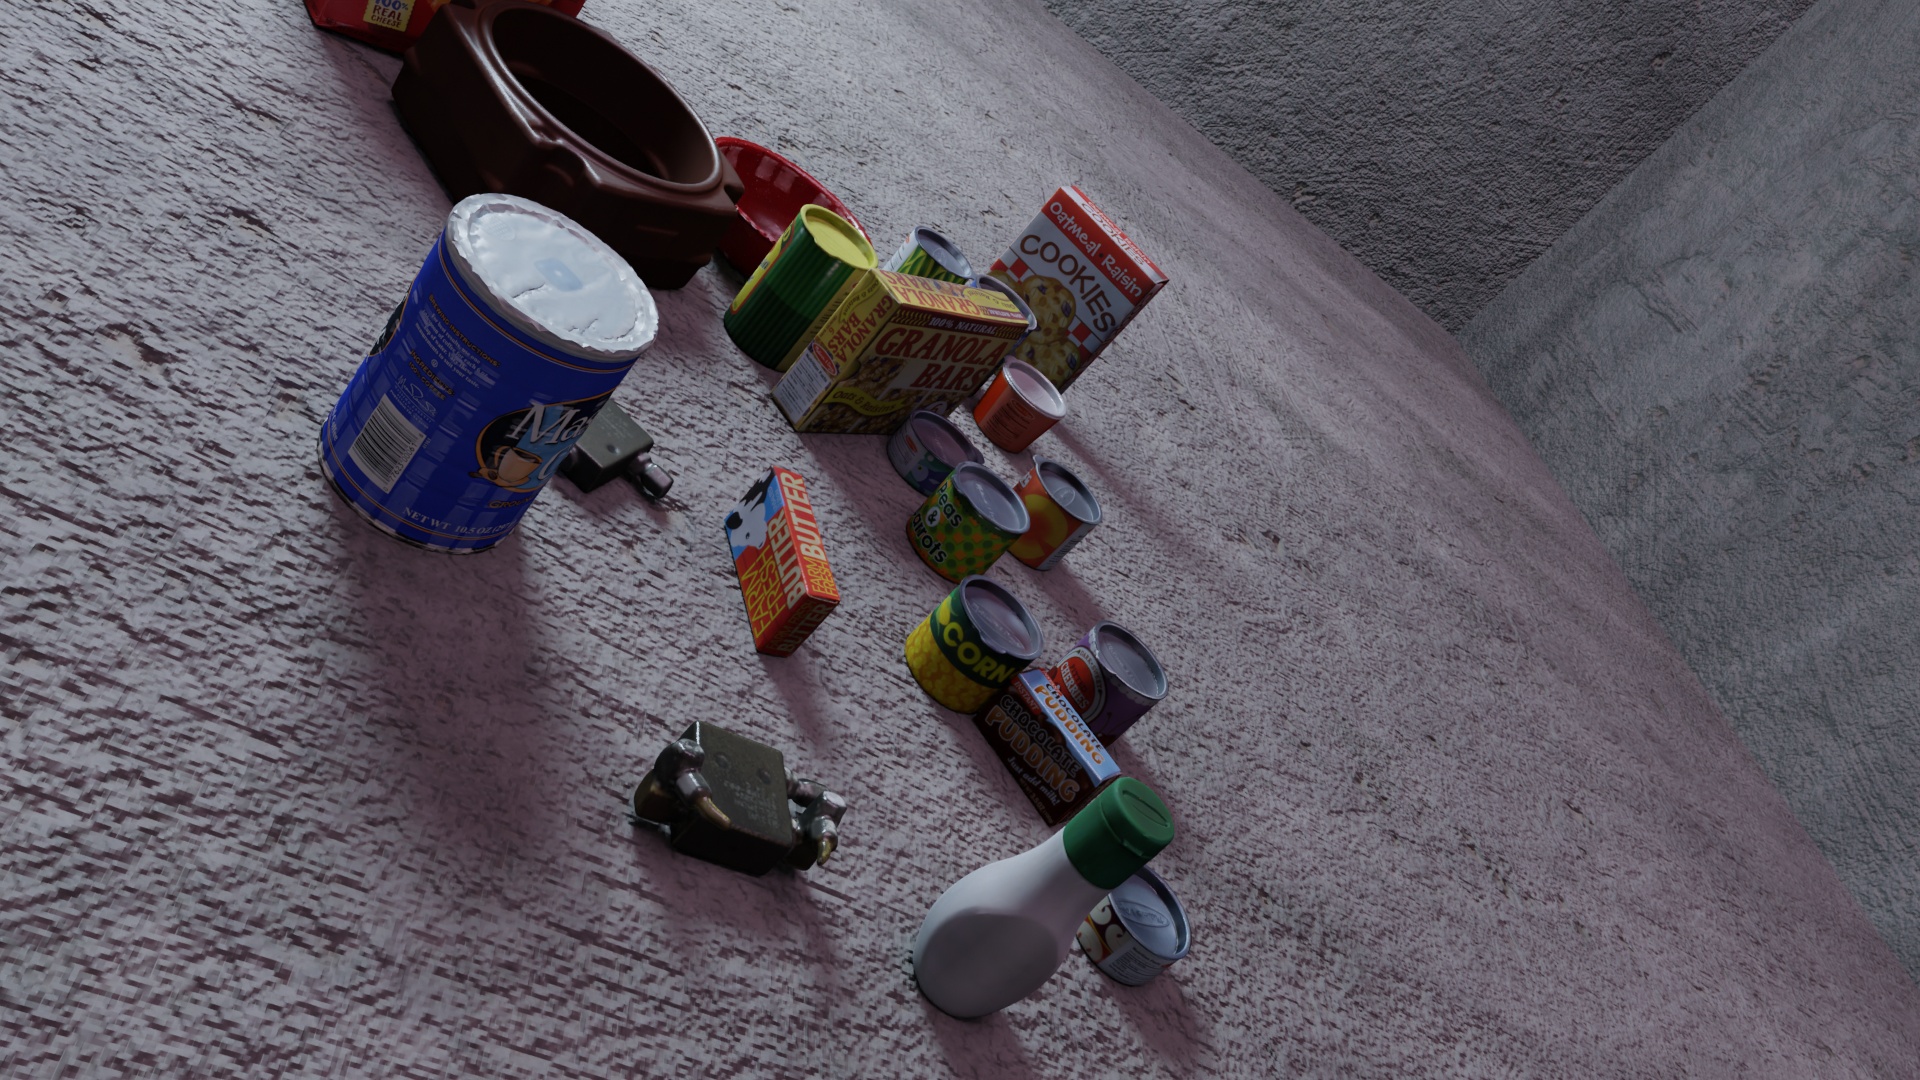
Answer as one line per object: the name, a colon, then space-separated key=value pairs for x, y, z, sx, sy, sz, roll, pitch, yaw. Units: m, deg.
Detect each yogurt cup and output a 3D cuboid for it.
yogurt cup: x=0.048 y=-0.111 z=1.172 sx=0.072 sy=0.053 sz=0.073 roll=33 pitch=28 yaw=-20

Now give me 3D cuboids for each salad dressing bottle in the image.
salad dressing bottle: x=0.038 y=0.168 z=0.652 sx=0.064 sy=0.147 sz=0.044 roll=37 pitch=27 yaw=-13

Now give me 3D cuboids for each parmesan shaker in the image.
parmesan shaker: x=-0.116 y=-0.178 z=0.991 sx=0.071 sy=0.102 sz=0.072 roll=33 pitch=28 yaw=-20

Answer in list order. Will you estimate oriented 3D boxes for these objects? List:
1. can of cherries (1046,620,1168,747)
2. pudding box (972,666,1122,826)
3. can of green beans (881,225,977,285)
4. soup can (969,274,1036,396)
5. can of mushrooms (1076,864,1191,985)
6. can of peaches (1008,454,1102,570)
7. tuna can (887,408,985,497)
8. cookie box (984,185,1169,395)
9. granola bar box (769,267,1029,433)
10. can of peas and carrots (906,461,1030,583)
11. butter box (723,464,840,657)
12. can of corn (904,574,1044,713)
can of cherries: x=0.094 y=0.097 z=0.931 sx=0.071 sy=0.058 sz=0.072 roll=33 pitch=28 yaw=-20
pudding box: x=0.053 y=0.124 z=0.844 sx=0.084 sy=0.049 sz=0.030 roll=53 pitch=28 yaw=18
can of green beans: x=-0.032 y=-0.237 z=1.242 sx=0.071 sy=0.057 sz=0.071 roll=33 pitch=28 yaw=-20
soup can: x=0.014 y=-0.172 z=1.182 sx=0.071 sy=0.083 sz=0.072 roll=33 pitch=28 yaw=-20
can of mushrooms: x=0.096 y=0.214 z=0.791 sx=0.071 sy=0.033 sz=0.071 roll=33 pitch=28 yaw=-20
can of peaches: x=0.063 y=-0.021 z=1.059 sx=0.071 sy=0.058 sz=0.071 roll=33 pitch=28 yaw=-20
tuna can: x=-0.018 y=-0.063 z=1.036 sx=0.071 sy=0.032 sz=0.071 roll=33 pitch=29 yaw=-20
cookie box: x=0.085 y=-0.215 z=1.249 sx=0.123 sy=0.166 sz=0.040 roll=47 pitch=26 yaw=7
granola bar box: x=-0.040 y=-0.131 z=1.003 sx=0.039 sy=0.123 sz=0.166 roll=54 pitch=28 yaw=19
can of peas and carrots: x=0.003 y=-0.012 z=0.963 sx=0.071 sy=0.058 sz=0.071 roll=33 pitch=28 yaw=-20
butter box: x=-0.103 y=0.011 z=0.790 sx=0.024 sy=0.053 sz=0.104 roll=20 pitch=35 yaw=-39
can of corn: x=0.007 y=0.066 z=0.857 sx=0.071 sy=0.058 sz=0.071 roll=33 pitch=28 yaw=-20
